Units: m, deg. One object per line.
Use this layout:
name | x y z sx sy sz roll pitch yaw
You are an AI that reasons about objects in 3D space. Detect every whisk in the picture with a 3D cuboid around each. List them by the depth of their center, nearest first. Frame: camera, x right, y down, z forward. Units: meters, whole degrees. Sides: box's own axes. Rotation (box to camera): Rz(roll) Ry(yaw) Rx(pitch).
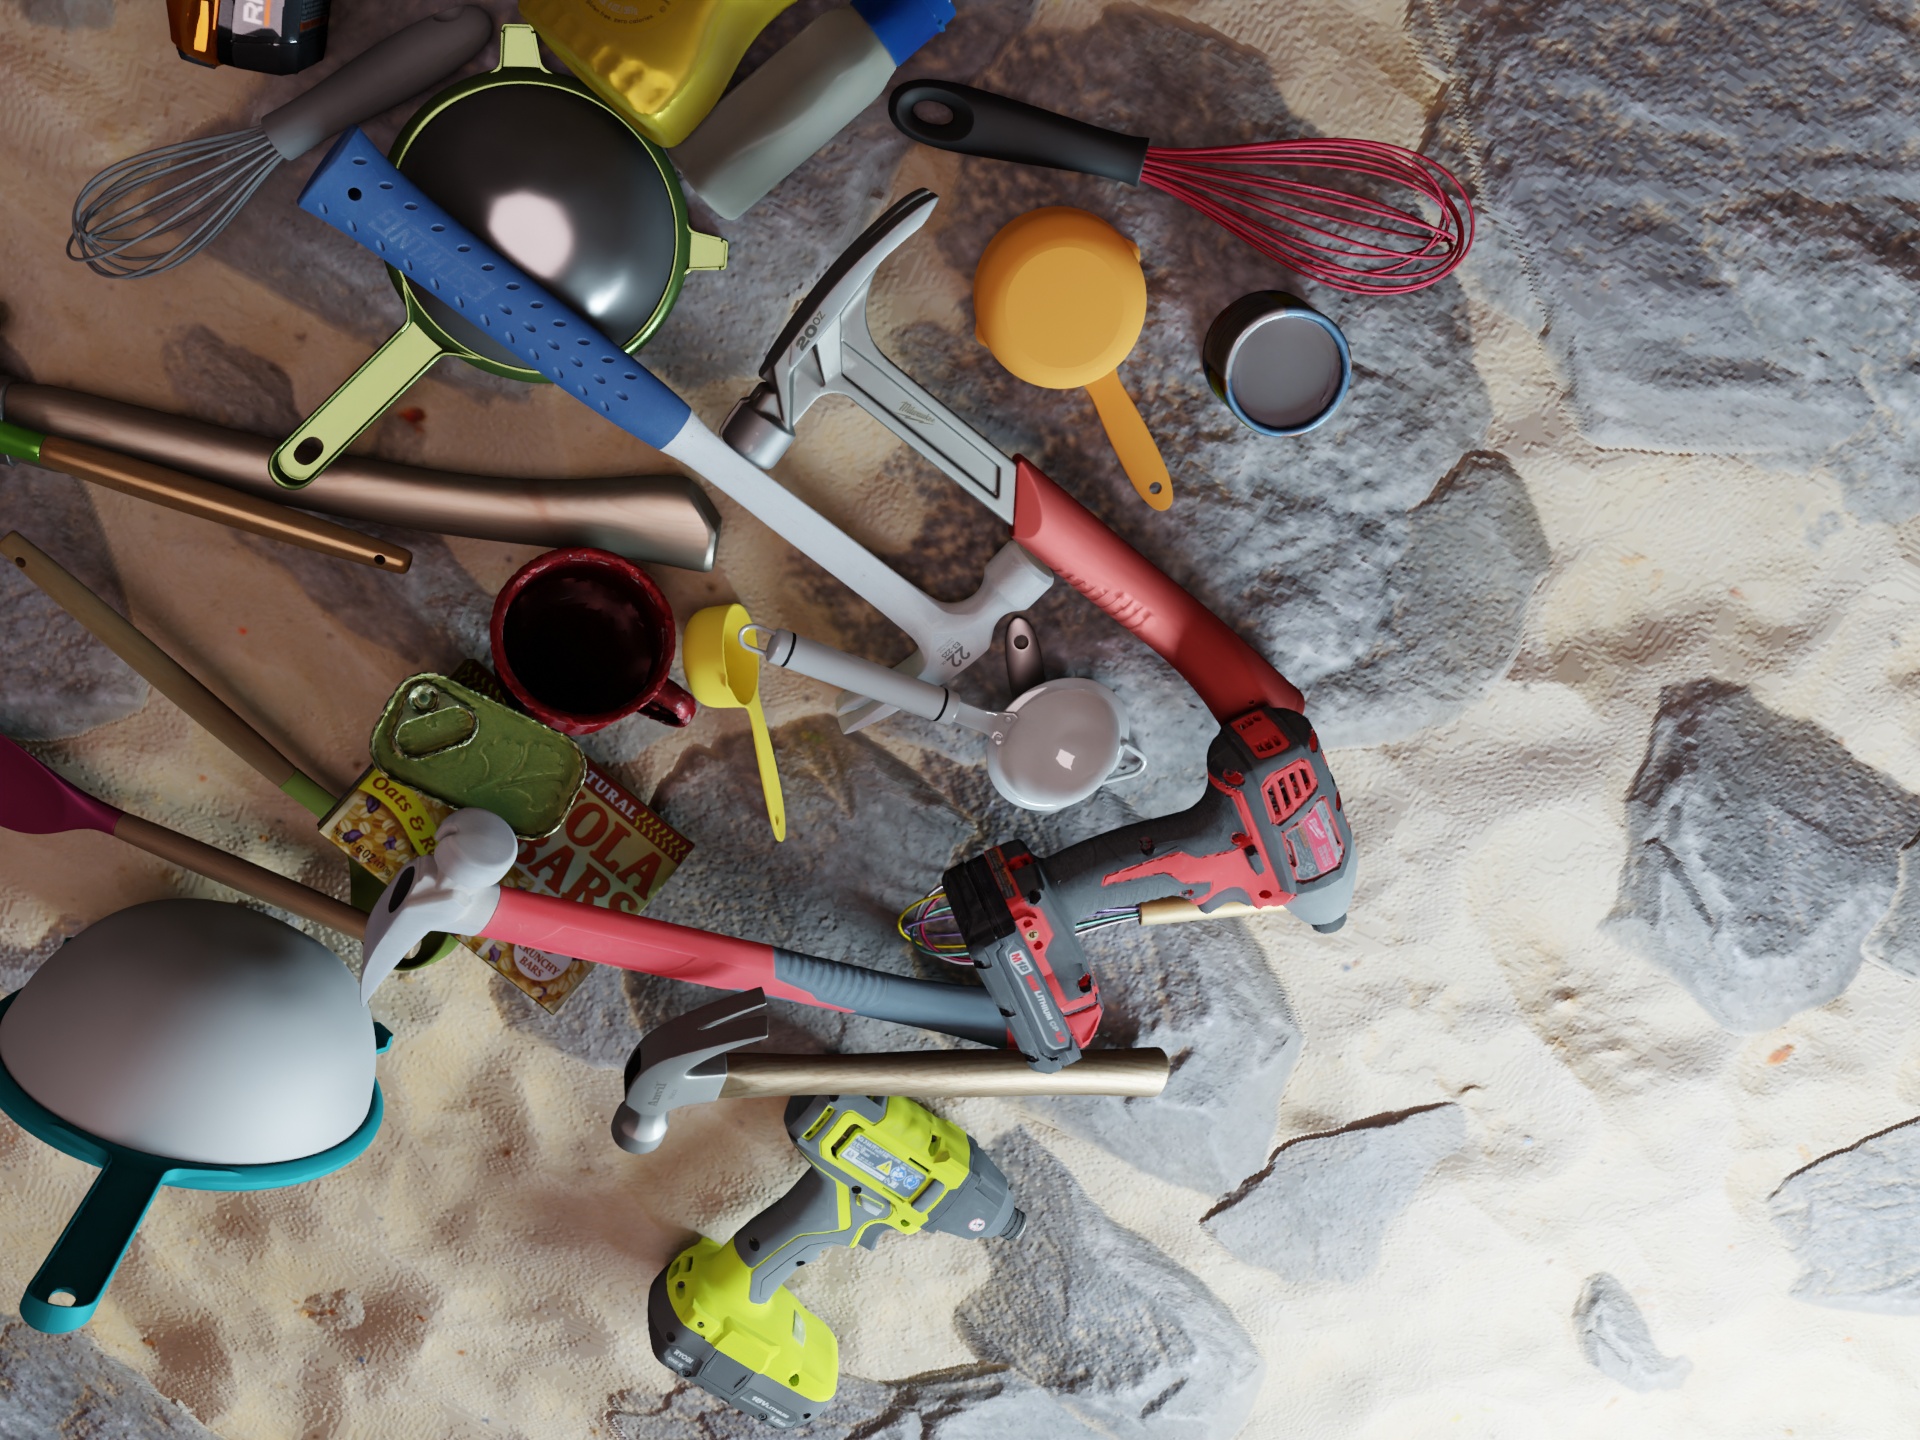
whisk | -0.331 -0.283 0.772 0.239 0.055 0.055 -27 111 6
whisk | 0.108 -0.269 0.782 0.296 0.073 0.073 14 112 0
whisk | 0.085 0.112 0.946 0.245 0.051 0.047 -5 107 -2

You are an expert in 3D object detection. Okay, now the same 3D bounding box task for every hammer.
hammer | -0.137 -0.133 0.786 0.144 0.035 0.405 -43 124 17
hammer | 0.060 -0.102 0.815 0.358 0.037 0.149 35 103 -28
hammer | -0.335 -0.118 0.845 0.410 0.038 0.146 9 114 -5
hammer | -0.129 0.144 0.887 0.386 0.038 0.143 19 132 -33
hammer | -0.028 0.205 0.928 0.331 0.031 0.130 4 137 -22

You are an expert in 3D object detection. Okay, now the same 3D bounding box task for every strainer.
strainer | -0.244 -0.199 0.770 0.256 0.069 0.151 -43 113 3
strainer | -0.396 0.173 0.811 0.211 0.340 0.095 21 99 -16
strainer | -0.001 -0.003 0.865 0.258 0.050 0.087 20 111 -21

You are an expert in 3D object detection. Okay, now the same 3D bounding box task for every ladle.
ladle | -0.395 0.020 0.874 0.078 0.062 0.320 -34 114 18

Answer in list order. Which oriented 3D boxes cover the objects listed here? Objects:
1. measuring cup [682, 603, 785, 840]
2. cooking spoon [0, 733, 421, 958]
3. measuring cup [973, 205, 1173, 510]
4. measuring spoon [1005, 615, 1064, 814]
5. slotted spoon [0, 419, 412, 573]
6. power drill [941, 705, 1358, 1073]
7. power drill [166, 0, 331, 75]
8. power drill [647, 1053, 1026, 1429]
measuring cup | -0.126 0.006 0.898 0.029 0.062 0.156 -2 124 11
cooking spoon | -0.449 0.069 0.896 0.319 0.017 0.068 22 121 5
measuring cup | 0.071 -0.178 0.817 0.095 0.052 0.173 -27 109 10
measuring spoon | 0.041 0.000 0.911 0.034 0.018 0.124 -9 112 3
slotted spoon | -0.436 -0.127 0.805 0.313 0.031 0.070 17 114 -11
power drill | 0.114 0.097 0.881 0.219 0.079 0.143 -27 119 0
power drill | -0.397 -0.354 0.694 0.226 0.164 0.084 9 113 -18
power drill | -0.080 0.340 1.020 0.171 0.080 0.223 37 104 -14
